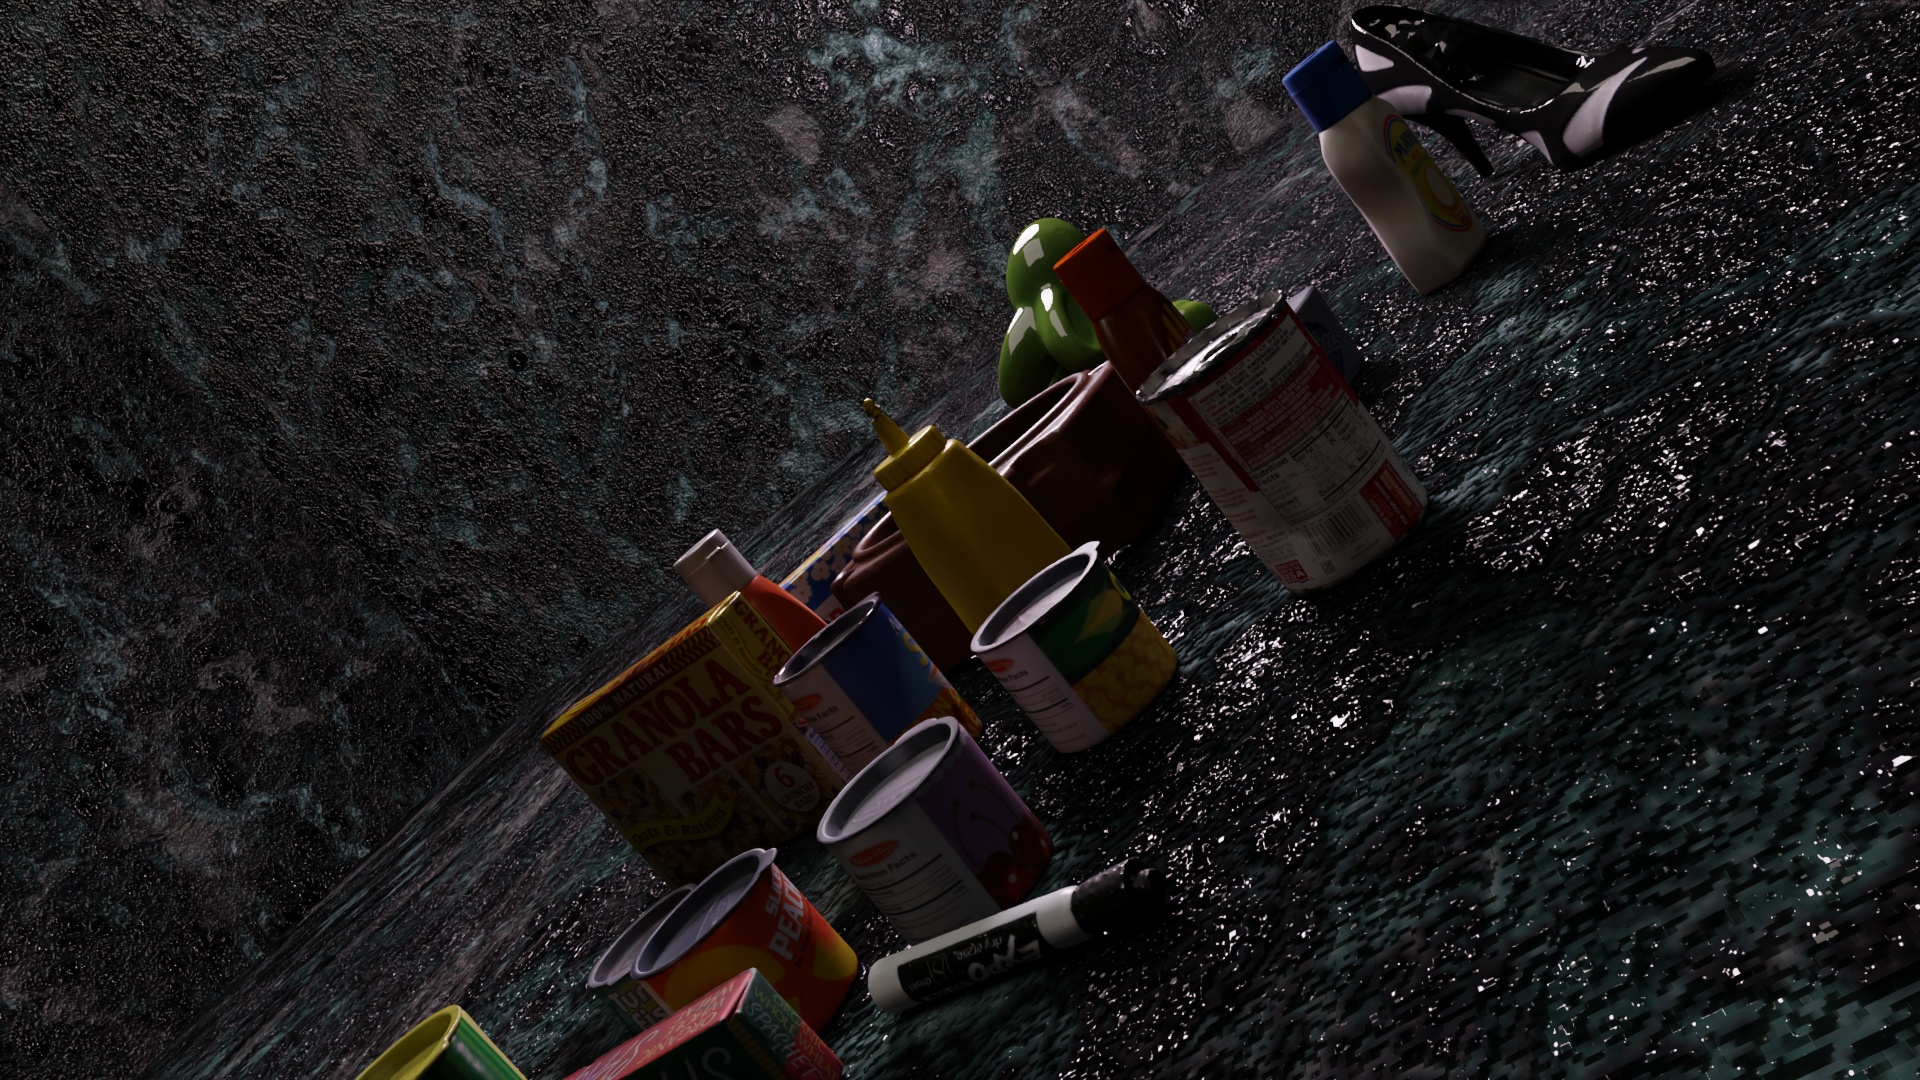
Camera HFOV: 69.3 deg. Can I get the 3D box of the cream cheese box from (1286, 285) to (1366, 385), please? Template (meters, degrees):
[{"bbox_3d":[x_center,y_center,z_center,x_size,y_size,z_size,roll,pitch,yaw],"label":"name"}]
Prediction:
[{"bbox_3d":[0.178,-0.089,0.736,0.024,0.053,0.104,-30,13,46],"label":"cream cheese box"}]

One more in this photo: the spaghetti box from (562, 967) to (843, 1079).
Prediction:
[{"bbox_3d":[-0.147,0.228,0.496,0.249,0.050,0.029,-35,10,22],"label":"spaghetti box"}]

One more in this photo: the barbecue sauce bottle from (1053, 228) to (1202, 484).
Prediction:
[{"bbox_3d":[0.110,-0.103,0.772,0.043,0.148,0.065,-32,11,37],"label":"barbecue sauce bottle"}]

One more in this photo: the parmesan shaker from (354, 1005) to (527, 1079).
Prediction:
[{"bbox_3d":[-0.147,0.207,0.434,0.071,0.103,0.071,-38,9,7],"label":"parmesan shaker"}]

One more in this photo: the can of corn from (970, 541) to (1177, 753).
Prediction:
[{"bbox_3d":[0.050,0.045,0.582,0.071,0.058,0.071,-38,9,7],"label":"can of corn"}]

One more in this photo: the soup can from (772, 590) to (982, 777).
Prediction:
[{"bbox_3d":[-0.038,0.078,0.681,0.071,0.083,0.071,-38,9,7],"label":"soup can"}]

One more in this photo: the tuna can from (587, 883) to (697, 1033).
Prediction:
[{"bbox_3d":[-0.141,0.199,0.659,0.071,0.033,0.071,-38,9,7],"label":"tuna can"}]

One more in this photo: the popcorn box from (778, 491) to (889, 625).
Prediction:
[{"bbox_3d":[-0.066,0.032,1.001,0.127,0.085,0.038,-44,10,-29],"label":"popcorn box"}]

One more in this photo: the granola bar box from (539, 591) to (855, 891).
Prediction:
[{"bbox_3d":[-0.139,0.115,0.763,0.165,0.124,0.039,-33,11,35],"label":"granola bar box"}]

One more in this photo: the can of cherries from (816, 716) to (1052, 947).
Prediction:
[{"bbox_3d":[-0.008,0.106,0.509,0.071,0.058,0.071,-38,9,7],"label":"can of cherries"}]

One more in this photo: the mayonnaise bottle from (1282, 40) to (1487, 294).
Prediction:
[{"bbox_3d":[0.242,-0.215,0.796,0.041,0.148,0.065,-29,13,48],"label":"mayonnaise bottle"}]

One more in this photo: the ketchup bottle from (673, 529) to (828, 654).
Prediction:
[{"bbox_3d":[-0.116,0.060,0.862,0.065,0.148,0.043,-44,10,-27],"label":"ketchup bottle"}]

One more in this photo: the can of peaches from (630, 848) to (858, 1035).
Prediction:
[{"bbox_3d":[-0.080,0.161,0.529,0.071,0.058,0.071,-38,9,7],"label":"can of peaches"}]

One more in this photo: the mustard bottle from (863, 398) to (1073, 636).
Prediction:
[{"bbox_3d":[0.002,-0.009,0.700,0.048,0.160,0.066,-30,13,44],"label":"mustard bottle"}]
